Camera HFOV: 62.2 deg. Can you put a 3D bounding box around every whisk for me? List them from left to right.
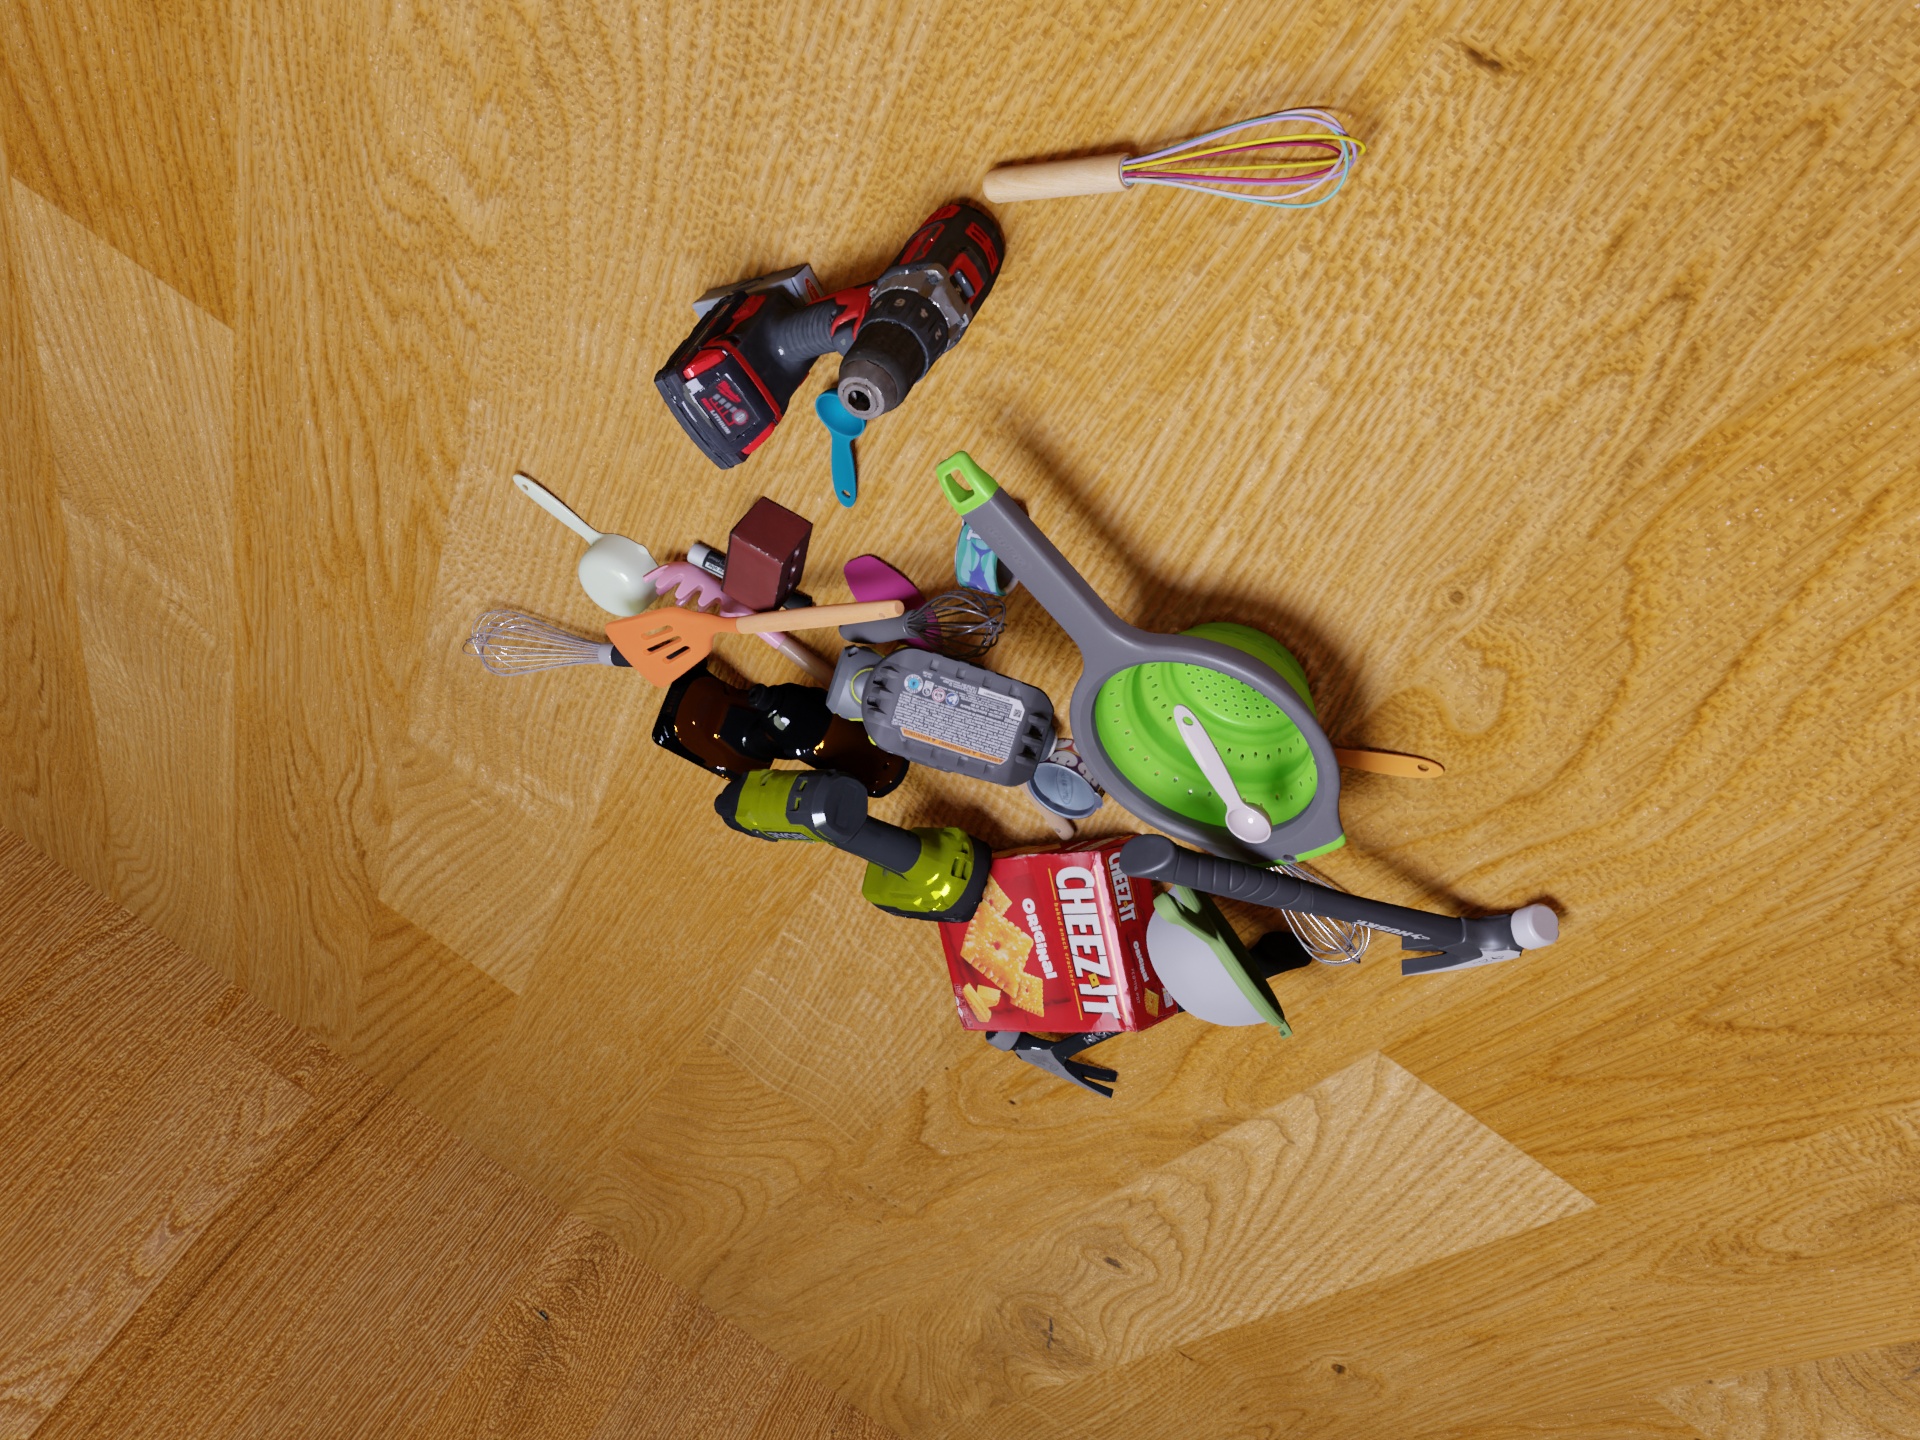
[{"bbox_3d":[-0.366,-0.068,1.550,0.285,0.070,0.070,6,136,24],"label":"whisk"},{"bbox_3d":[-0.037,-0.073,1.245,0.055,0.055,0.239,51,158,-22],"label":"whisk"},{"bbox_3d":[0.117,-0.317,0.919,0.245,0.047,0.051,8,125,37],"label":"whisk"},{"bbox_3d":[0.246,0.110,1.296,0.058,0.059,0.246,-43,99,13],"label":"whisk"}]

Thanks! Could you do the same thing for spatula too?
[{"bbox_3d":[-0.169,-0.074,1.313,0.323,0.041,0.081,-3,136,43],"label":"spatula"}]

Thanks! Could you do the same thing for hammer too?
[{"bbox_3d":[0.189,0.280,1.526,0.149,0.036,0.409,32,143,-16],"label":"hammer"},{"bbox_3d":[0.271,0.138,1.198,0.334,0.035,0.146,15,156,-20],"label":"hammer"}]

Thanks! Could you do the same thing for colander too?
[{"bbox_3d":[0.136,-0.060,1.141,0.396,0.094,0.204,46,141,-17],"label":"colander"}]

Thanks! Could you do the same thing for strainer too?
[{"bbox_3d":[0.179,0.186,1.272,0.152,0.069,0.256,59,-169,28],"label":"strainer"}]

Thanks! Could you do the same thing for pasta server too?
[{"bbox_3d":[-0.141,-0.047,1.414,0.316,0.040,0.060,36,172,-6],"label":"pasta server"}]

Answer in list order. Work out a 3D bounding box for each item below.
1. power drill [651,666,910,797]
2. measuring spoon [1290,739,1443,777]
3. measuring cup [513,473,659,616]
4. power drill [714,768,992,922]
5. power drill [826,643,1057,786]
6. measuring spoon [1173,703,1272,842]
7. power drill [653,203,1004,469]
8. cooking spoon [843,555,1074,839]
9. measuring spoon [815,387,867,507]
[{"bbox_3d":[-0.173,0.005,1.403,0.226,0.084,0.164,4,159,46],"label":"power drill"},{"bbox_3d":[0.303,0.027,1.191,0.117,0.011,0.021,9,136,24],"label":"measuring spoon"},{"bbox_3d":[-0.346,-0.157,1.440,0.167,0.038,0.083,40,143,-12],"label":"measuring cup"},{"bbox_3d":[-0.095,0.103,1.391,0.171,0.080,0.223,-2,155,46],"label":"power drill"},{"bbox_3d":[-0.002,-0.004,1.230,0.190,0.080,0.228,18,-179,-8],"label":"power drill"},{"bbox_3d":[0.186,0.035,1.125,0.034,0.018,0.124,-13,117,45],"label":"measuring spoon"},{"bbox_3d":[-0.089,-0.235,1.021,0.227,0.188,0.080,-12,128,37],"label":"power drill"},{"bbox_3d":[0.005,-0.014,1.357,0.069,0.017,0.318,-15,121,46],"label":"cooking spoon"},{"bbox_3d":[-0.086,-0.209,1.214,0.042,0.021,0.128,25,152,13],"label":"measuring spoon"}]
